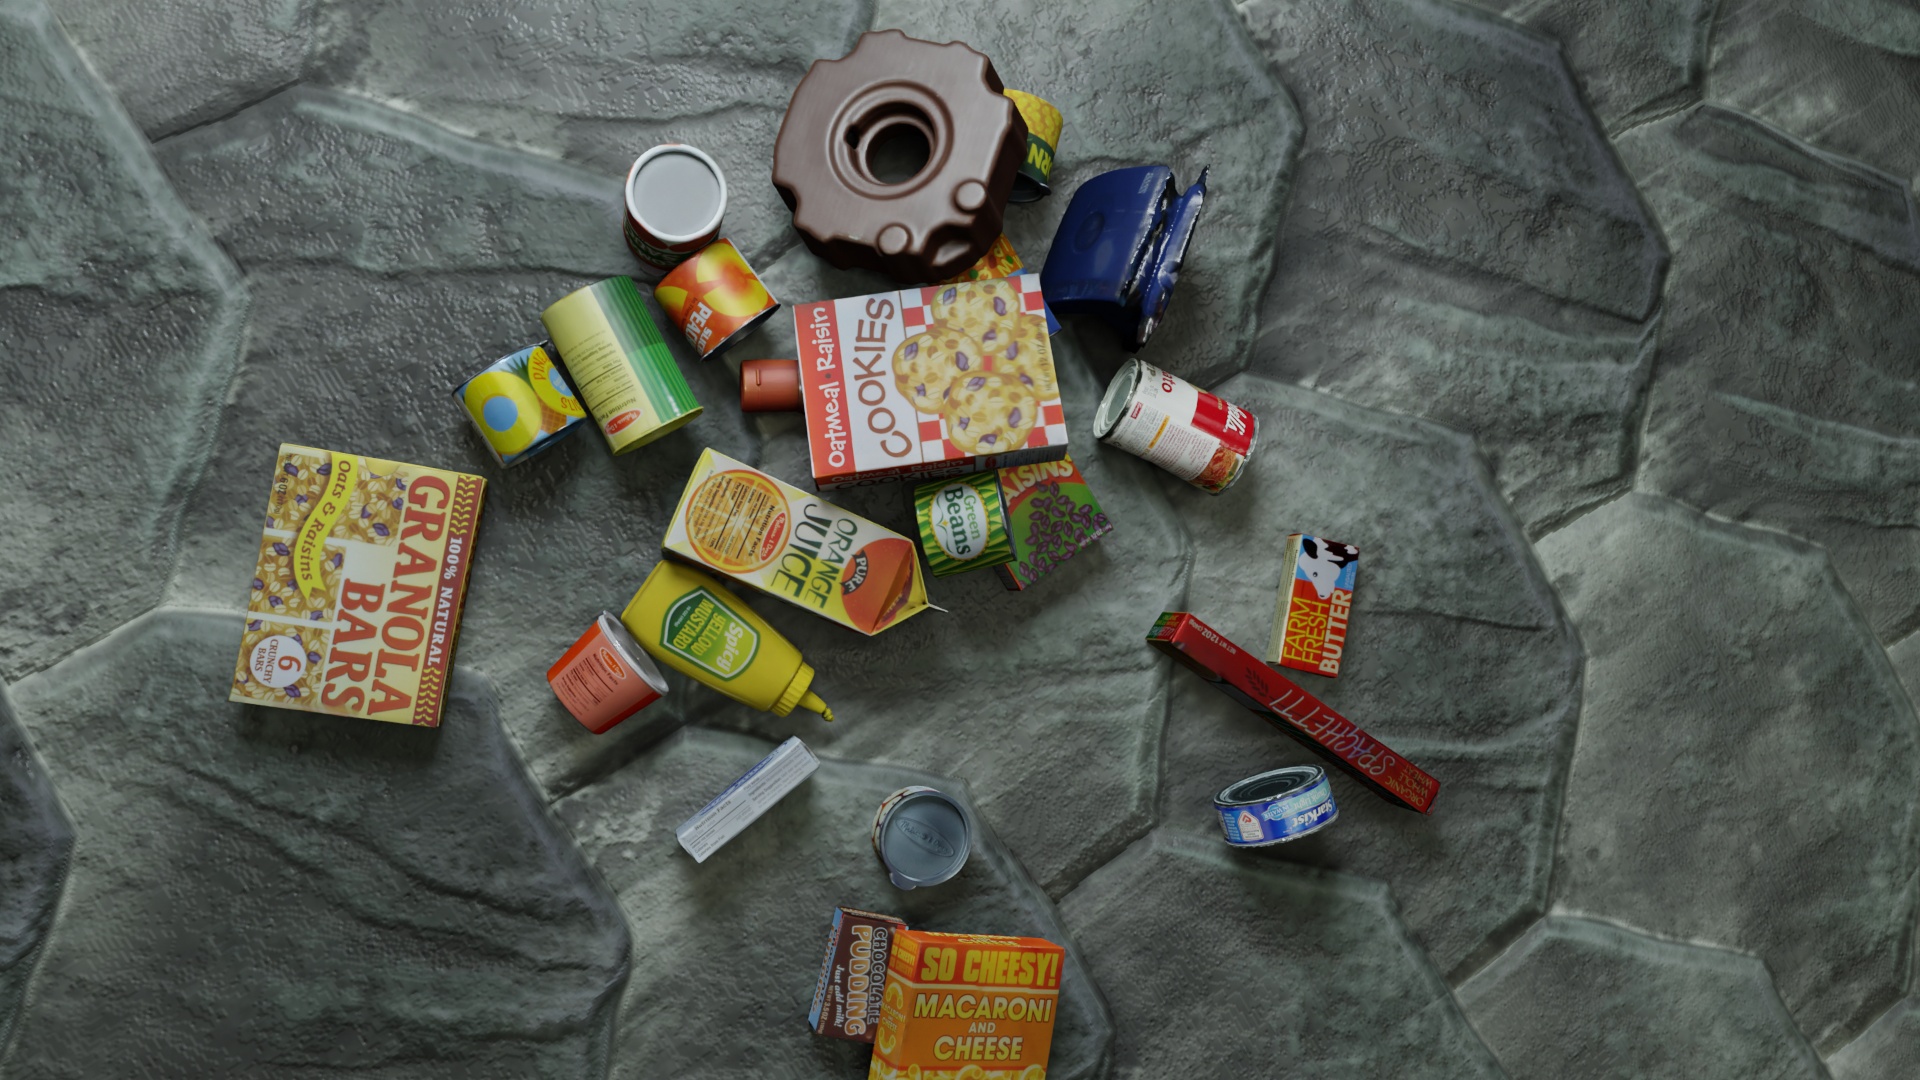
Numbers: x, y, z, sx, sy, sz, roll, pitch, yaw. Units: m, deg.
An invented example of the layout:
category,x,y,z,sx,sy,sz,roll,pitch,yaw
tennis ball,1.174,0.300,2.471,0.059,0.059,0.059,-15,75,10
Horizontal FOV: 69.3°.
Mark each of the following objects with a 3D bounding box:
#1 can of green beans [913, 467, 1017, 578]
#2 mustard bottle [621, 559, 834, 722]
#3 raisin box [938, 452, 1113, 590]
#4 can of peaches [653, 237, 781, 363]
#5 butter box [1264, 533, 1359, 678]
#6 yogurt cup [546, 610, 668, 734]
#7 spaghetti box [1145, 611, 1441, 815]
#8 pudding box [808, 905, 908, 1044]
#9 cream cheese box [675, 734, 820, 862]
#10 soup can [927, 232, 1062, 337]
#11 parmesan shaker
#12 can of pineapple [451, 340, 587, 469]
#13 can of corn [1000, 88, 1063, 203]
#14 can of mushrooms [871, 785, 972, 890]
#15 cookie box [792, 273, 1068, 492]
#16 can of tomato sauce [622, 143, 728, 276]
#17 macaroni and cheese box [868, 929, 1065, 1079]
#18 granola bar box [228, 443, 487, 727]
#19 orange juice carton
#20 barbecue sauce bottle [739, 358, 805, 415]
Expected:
category,x,y,z,sx,sy,sz,roll,pitch,yaw
can of green beans,0.004,-0.012,0.944,0.058,0.071,0.071,-13,91,4
mustard bottle,-0.150,0.077,0.943,0.160,0.049,0.065,34,82,-10
raisin box,0.041,-0.037,1.004,0.086,0.040,0.123,-32,95,-13
can of peaches,-0.167,-0.162,0.942,0.071,0.071,0.058,-38,96,-13
butter box,0.270,0.050,1.067,0.053,0.024,0.103,13,84,-13
yogurt cup,-0.234,0.091,0.914,0.054,0.072,0.072,-39,97,-5
spaghetti box,0.252,0.130,1.044,0.250,0.050,0.029,33,81,-11
pudding box,-0.070,0.301,0.962,0.050,0.030,0.084,16,83,-15
cream cheese box,-0.143,0.174,0.938,0.104,0.053,0.024,-38,95,-13
soup can,0.022,-0.168,0.991,0.071,0.071,0.083,-33,95,-14
parmesan shaker,-0.223,-0.118,0.925,0.071,0.071,0.103,-28,94,-14
can of pineapple,-0.286,-0.088,0.908,0.071,0.071,0.058,-34,97,-14
can of corn,0.038,-0.284,1.001,0.071,0.071,0.058,17,83,-13
can of mushrooms,-0.029,0.209,0.976,0.071,0.033,0.071,1,87,-15
cookie box,-0.022,-0.104,0.924,0.167,0.040,0.123,-8,75,-2
can of tomato sauce,-0.193,-0.220,0.930,0.071,0.083,0.071,1,87,-15
macaroni and cheese box,0.000,0.358,0.957,0.124,0.040,0.166,13,83,-30
granola bar box,-0.383,0.030,0.891,0.124,0.039,0.165,10,85,-14
orange juice carton,-0.101,0.011,0.948,0.193,0.071,0.073,24,82,-12
barbecue sauce bottle,-0.079,-0.109,0.974,0.149,0.043,0.065,-2,77,-14
